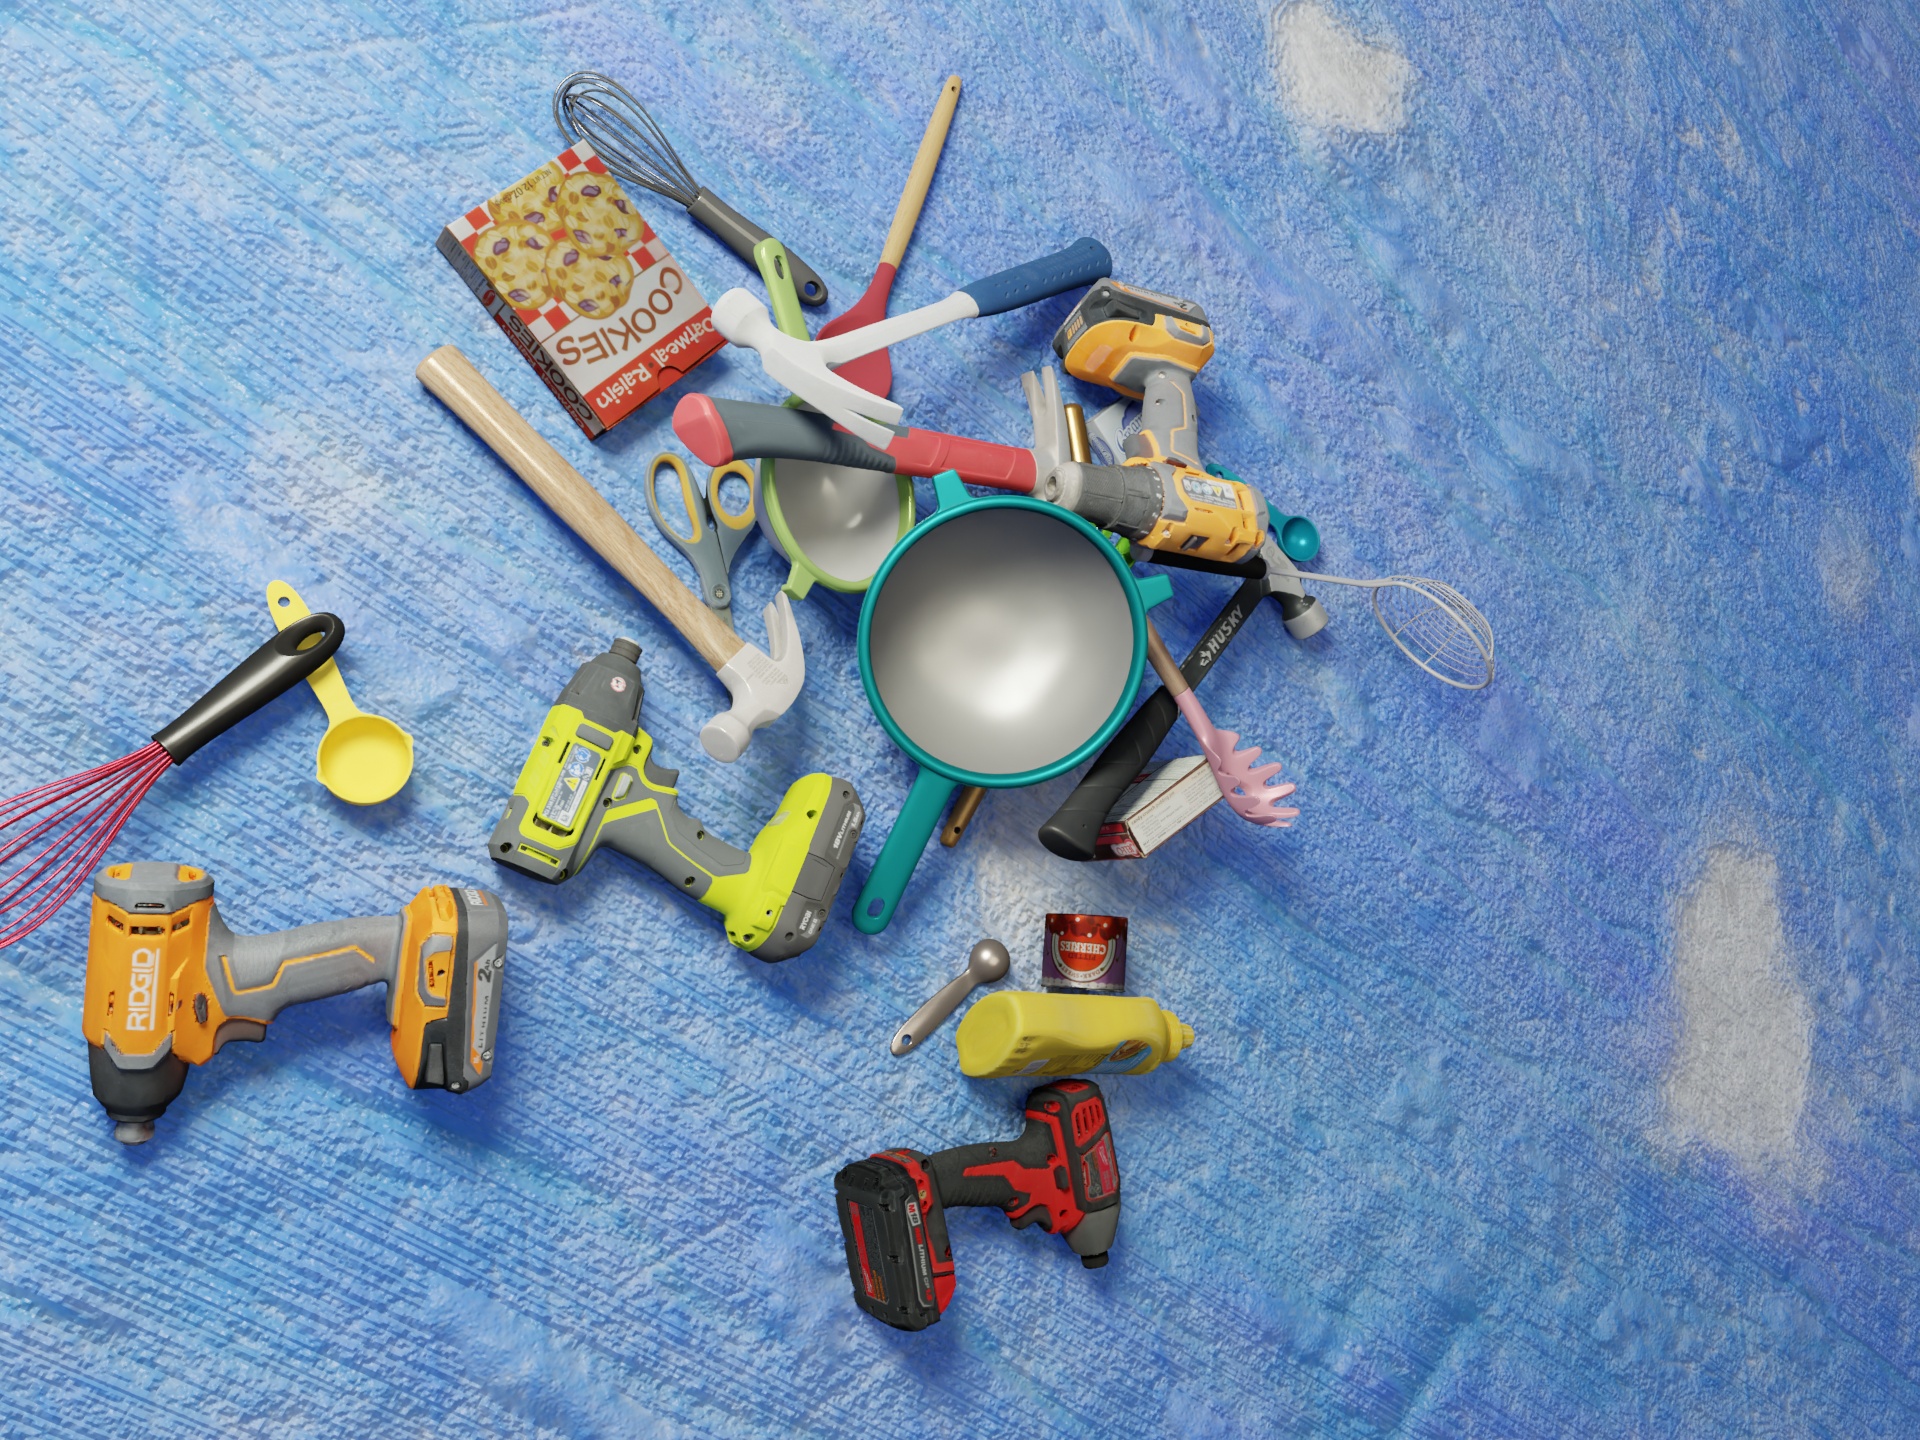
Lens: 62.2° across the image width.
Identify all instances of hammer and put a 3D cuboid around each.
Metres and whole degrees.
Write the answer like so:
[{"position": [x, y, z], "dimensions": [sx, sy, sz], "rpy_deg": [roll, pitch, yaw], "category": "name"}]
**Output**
[{"position": [0.173, -0.029, 1.272], "dimensions": [0.149, 0.036, 0.409], "rpy_deg": [53, 49, -14], "category": "hammer"}, {"position": [0.001, -0.301, 1.177], "dimensions": [0.144, 0.035, 0.405], "rpy_deg": [41, 41, 13], "category": "hammer"}, {"position": [-0.234, -0.125, 1.077], "dimensions": [0.331, 0.031, 0.130], "rpy_deg": [46, 45, -7], "category": "hammer"}, {"position": [-0.047, -0.211, 1.149], "dimensions": [0.386, 0.038, 0.143], "rpy_deg": [-1, 84, -49], "category": "hammer"}]

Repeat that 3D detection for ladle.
[{"position": [-0.049, -0.376, 1.240], "dimensions": [0.069, 0.031, 0.315], "rpy_deg": [27, 71, -27], "category": "ladle"}]

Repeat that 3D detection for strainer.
[{"position": [-0.002, -0.004, 1.182], "dimensions": [0.211, 0.095, 0.340], "rpy_deg": [25, 96, -11], "category": "strainer"}, {"position": [-0.120, -0.212, 1.149], "dimensions": [0.151, 0.069, 0.256], "rpy_deg": [-24, 101, -48], "category": "strainer"}]

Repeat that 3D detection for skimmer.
[{"position": [0.294, -0.089, 1.325], "dimensions": [0.363, 0.127, 0.090], "rpy_deg": [6, 99, -26], "category": "skimmer"}]

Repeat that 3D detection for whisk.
[{"position": [-0.189, -0.379, 1.152], "dimensions": [0.238, 0.055, 0.055], "rpy_deg": [35, 69, -27], "category": "whisk"}, {"position": [0.108, -0.139, 1.302], "dimensions": [0.047, 0.051, 0.245], "rpy_deg": [-3, 82, -51], "category": "whisk"}, {"position": [-0.482, 0.031, 0.932], "dimensions": [0.296, 0.073, 0.073], "rpy_deg": [-45, 107, -27], "category": "whisk"}]

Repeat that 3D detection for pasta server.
[{"position": [0.161, -0.048, 1.222], "dimensions": [0.316, 0.040, 0.060], "rpy_deg": [57, 37, -7], "category": "pasta server"}]

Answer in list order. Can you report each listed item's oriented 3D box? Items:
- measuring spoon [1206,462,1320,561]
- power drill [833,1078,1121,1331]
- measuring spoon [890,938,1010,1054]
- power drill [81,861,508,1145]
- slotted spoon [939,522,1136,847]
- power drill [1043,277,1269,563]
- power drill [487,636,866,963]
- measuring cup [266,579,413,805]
[{"position": [0.263, -0.184, 1.407], "dimensions": [0.128, 0.021, 0.042], "rpy_deg": [36, 69, -12], "category": "measuring spoon"}, {"position": [0.026, 0.363, 1.182], "dimensions": [0.219, 0.078, 0.143], "rpy_deg": [-11, 91, -33], "category": "power drill"}, {"position": [-0.006, 0.212, 1.209], "dimensions": [0.124, 0.018, 0.034], "rpy_deg": [-40, 105, -26], "category": "measuring spoon"}, {"position": [-0.398, 0.172, 0.953], "dimensions": [0.226, 0.084, 0.164], "rpy_deg": [6, 97, -25], "category": "power drill"}, {"position": [0.059, -0.043, 1.243], "dimensions": [0.070, 0.031, 0.314], "rpy_deg": [30, 82, -18], "category": "slotted spoon"}, {"position": [0.133, -0.231, 1.233], "dimensions": [0.185, 0.084, 0.226], "rpy_deg": [6, 59, -29], "category": "power drill"}, {"position": [-0.187, 0.058, 1.091], "dimensions": [0.223, 0.080, 0.171], "rpy_deg": [28, 72, -21], "category": "power drill"}, {"position": [-0.401, -0.017, 1.011], "dimensions": [0.062, 0.029, 0.156], "rpy_deg": [-27, 86, -24], "category": "measuring cup"}]
